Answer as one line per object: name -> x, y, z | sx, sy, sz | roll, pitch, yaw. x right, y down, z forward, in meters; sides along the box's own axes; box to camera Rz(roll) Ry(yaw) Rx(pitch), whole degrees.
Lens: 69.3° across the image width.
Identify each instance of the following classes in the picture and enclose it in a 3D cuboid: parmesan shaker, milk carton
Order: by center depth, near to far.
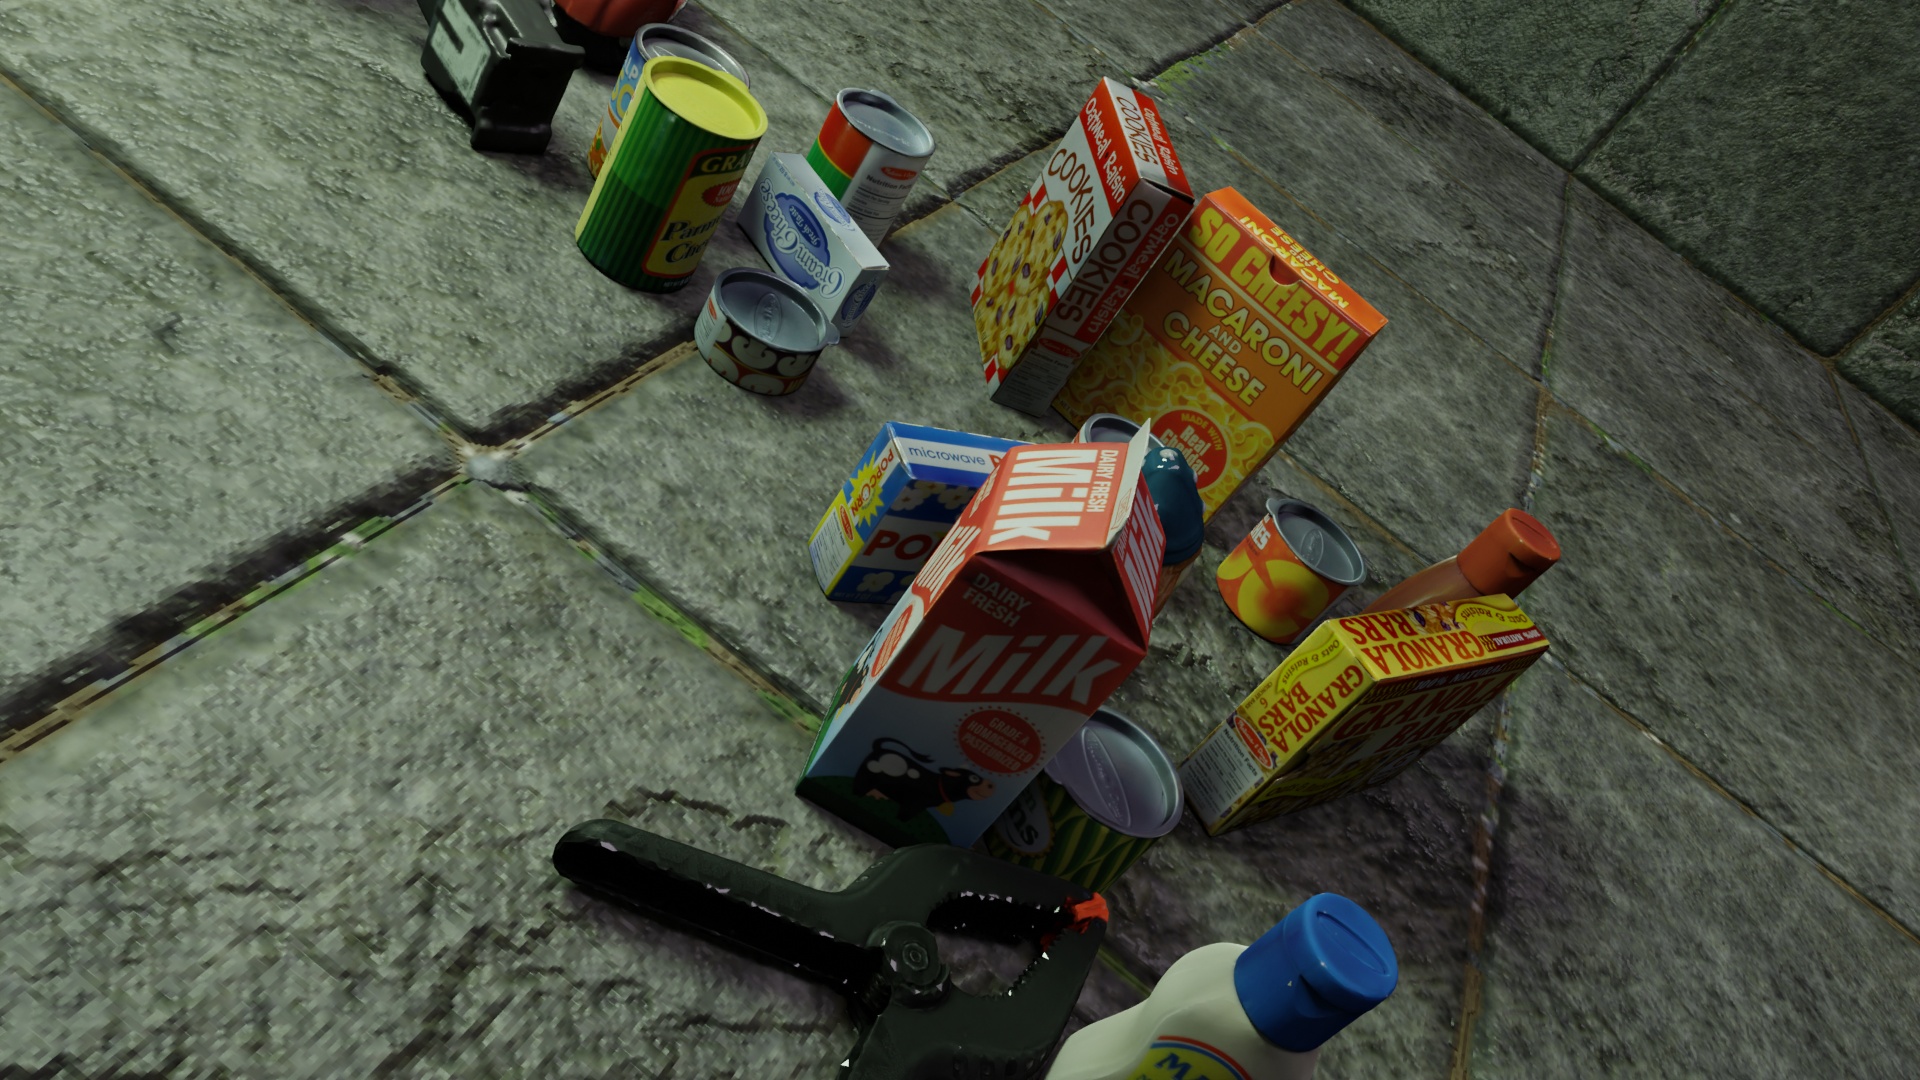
milk carton -> 0.016, 0.037, 0.527 | 0.073, 0.189, 0.073 | 31, 35, -8
parmesan shaker -> -0.150, -0.189, 0.724 | 0.071, 0.102, 0.072 | 23, 37, -18

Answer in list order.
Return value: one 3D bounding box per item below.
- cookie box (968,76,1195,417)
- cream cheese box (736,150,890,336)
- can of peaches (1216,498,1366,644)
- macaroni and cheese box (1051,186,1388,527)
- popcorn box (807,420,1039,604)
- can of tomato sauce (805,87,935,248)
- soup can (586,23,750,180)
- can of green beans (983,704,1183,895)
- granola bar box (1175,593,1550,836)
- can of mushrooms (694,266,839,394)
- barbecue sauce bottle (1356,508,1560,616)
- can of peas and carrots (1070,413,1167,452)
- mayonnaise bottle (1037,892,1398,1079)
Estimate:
cookie box -> 0.068, -0.176, 0.837 | 0.040, 0.166, 0.123 | 19, 39, -24
cream cheese box -> -0.086, -0.171, 0.800 | 0.024, 0.053, 0.104 | -10, 55, -46
can of peaches -> 0.190, 0.017, 0.811 | 0.071, 0.057, 0.071 | 23, 37, -18
macaroni and cheese box -> 0.148, -0.103, 0.821 | 0.124, 0.165, 0.040 | 43, 35, 10
popcorn box -> 0.002, -0.008, 0.659 | 0.127, 0.084, 0.038 | 6, 45, -36
can of tomato sauce -> -0.064, -0.225, 0.856 | 0.071, 0.082, 0.071 | 23, 37, -18
soup can -> -0.167, -0.234, 0.779 | 0.071, 0.083, 0.072 | 23, 37, -18
can of green beans -> 0.050, 0.111, 0.585 | 0.071, 0.057, 0.071 | 23, 37, -18
granola bar box -> 0.199, 0.084, 0.684 | 0.166, 0.123, 0.039 | -4, 51, -43
can of mushrooms -> -0.102, -0.109, 0.732 | 0.071, 0.033, 0.071 | 23, 37, -18
barbecue sauce bottle -> 0.262, 0.044, 0.762 | 0.065, 0.147, 0.044 | 33, 35, -4
can of peas and carrots -> 0.084, -0.026, 0.771 | 0.071, 0.058, 0.071 | 23, 37, -18
mayonnaise bottle -> 0.084, 0.171, 0.466 | 0.065, 0.147, 0.041 | 39, 35, 4
